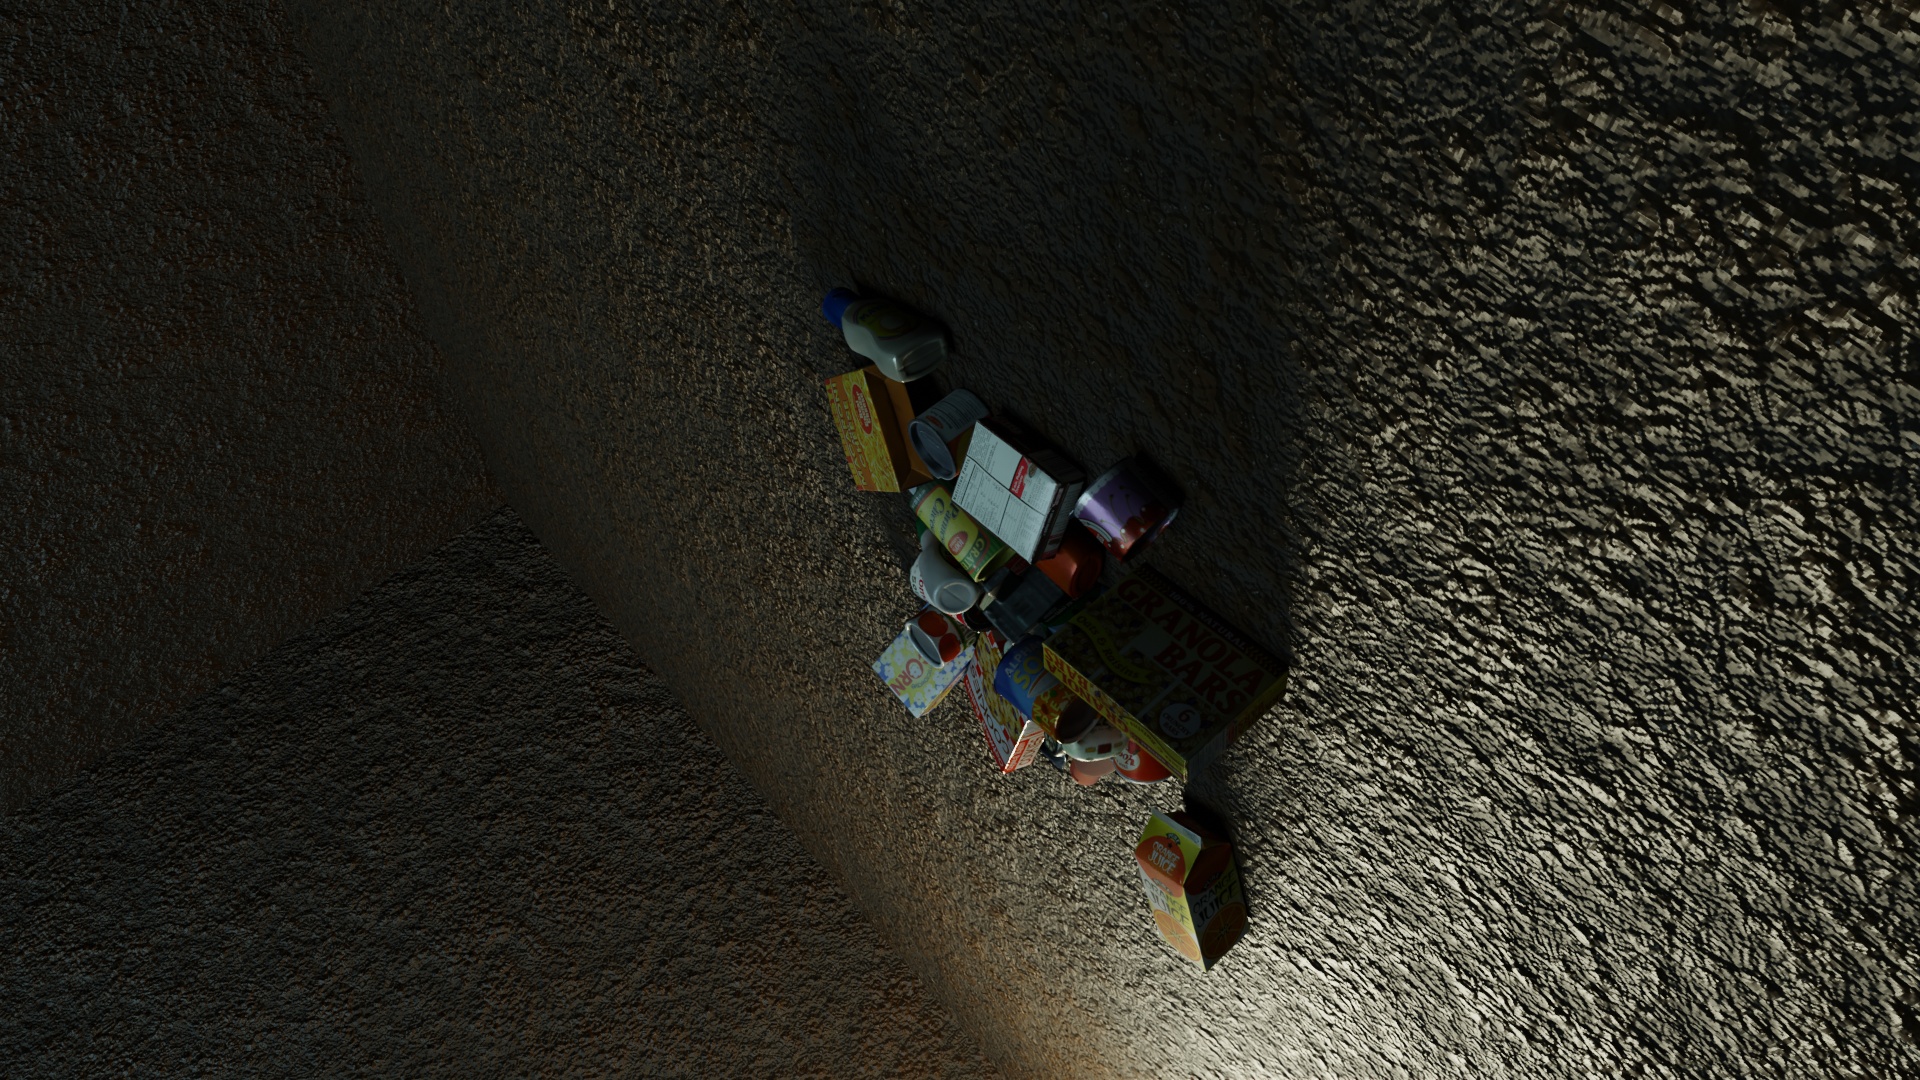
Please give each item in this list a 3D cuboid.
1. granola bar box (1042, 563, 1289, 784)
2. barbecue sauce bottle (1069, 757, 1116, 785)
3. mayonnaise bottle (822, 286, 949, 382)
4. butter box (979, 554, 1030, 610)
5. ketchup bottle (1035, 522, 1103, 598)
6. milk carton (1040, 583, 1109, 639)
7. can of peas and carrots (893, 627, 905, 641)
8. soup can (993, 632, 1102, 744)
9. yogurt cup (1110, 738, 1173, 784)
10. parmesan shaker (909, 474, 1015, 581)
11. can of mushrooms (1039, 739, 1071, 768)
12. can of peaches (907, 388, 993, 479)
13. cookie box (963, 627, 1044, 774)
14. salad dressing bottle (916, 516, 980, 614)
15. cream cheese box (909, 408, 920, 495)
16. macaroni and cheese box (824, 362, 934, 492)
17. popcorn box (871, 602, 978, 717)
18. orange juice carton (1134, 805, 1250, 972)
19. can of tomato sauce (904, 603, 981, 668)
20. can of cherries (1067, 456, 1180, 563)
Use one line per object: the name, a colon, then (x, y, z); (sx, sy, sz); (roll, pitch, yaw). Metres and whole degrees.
granola bar box: (0.168, 0.105, 1.153); (0.166, 0.125, 0.038); (38, 153, 33)
barbecue sauce bottle: (0.146, 0.224, 1.485); (0.065, 0.044, 0.148); (47, 158, 16)
mayonnaise bottle: (-0.075, -0.195, 1.284); (0.148, 0.065, 0.041); (37, 150, 43)
butter box: (0.053, 0.041, 1.387); (0.024, 0.053, 0.103); (46, 158, 11)
ketchup bottle: (0.067, -0.013, 1.291); (0.149, 0.044, 0.064); (42, 154, 26)
milk carton: (0.165, 0.112, 1.241); (0.191, 0.072, 0.073); (26, 145, 48)
can of peas and carrots: (-0.043, 0.137, 1.706); (0.058, 0.071, 0.070); (7, 130, 60)
soup can: (0.081, 0.133, 1.254); (0.084, 0.071, 0.071); (36, 152, 37)
yogurt cup: (0.180, 0.194, 1.348); (0.072, 0.073, 0.053); (30, 140, 44)
parmesan shaker: (0.005, -0.017, 1.374); (0.103, 0.071, 0.071); (48, 157, 13)
can of mushrooms: (0.108, 0.220, 1.568); (0.071, 0.033, 0.070); (42, 155, 25)
can of peaches: (-0.006, -0.098, 1.290); (0.071, 0.058, 0.071); (42, 156, 24)
cookie box: (0.052, 0.171, 1.535); (0.166, 0.040, 0.123); (106, 145, -60)
salad dressing bottle: (-0.018, 0.017, 1.428); (0.064, 0.044, 0.148); (35, -161, -28)
cream cheese box: (-0.049, -0.092, 1.431); (0.053, 0.024, 0.103); (49, 158, 14)
macaroni and cheese box: (-0.085, -0.112, 1.383); (0.166, 0.040, 0.123); (-173, 65, -71)
popcorn box: (-0.034, 0.135, 1.628); (0.085, 0.038, 0.126); (47, 117, 13)
orange juice carton: (0.240, 0.354, 1.450); (0.072, 0.073, 0.191); (30, 148, 46)
can of tomato sauce: (-0.009, 0.094, 1.547); (0.071, 0.083, 0.070); (43, 156, 25)
can of cherries: (0.131, -0.022, 1.111); (0.058, 0.072, 0.071); (47, 157, 14)
